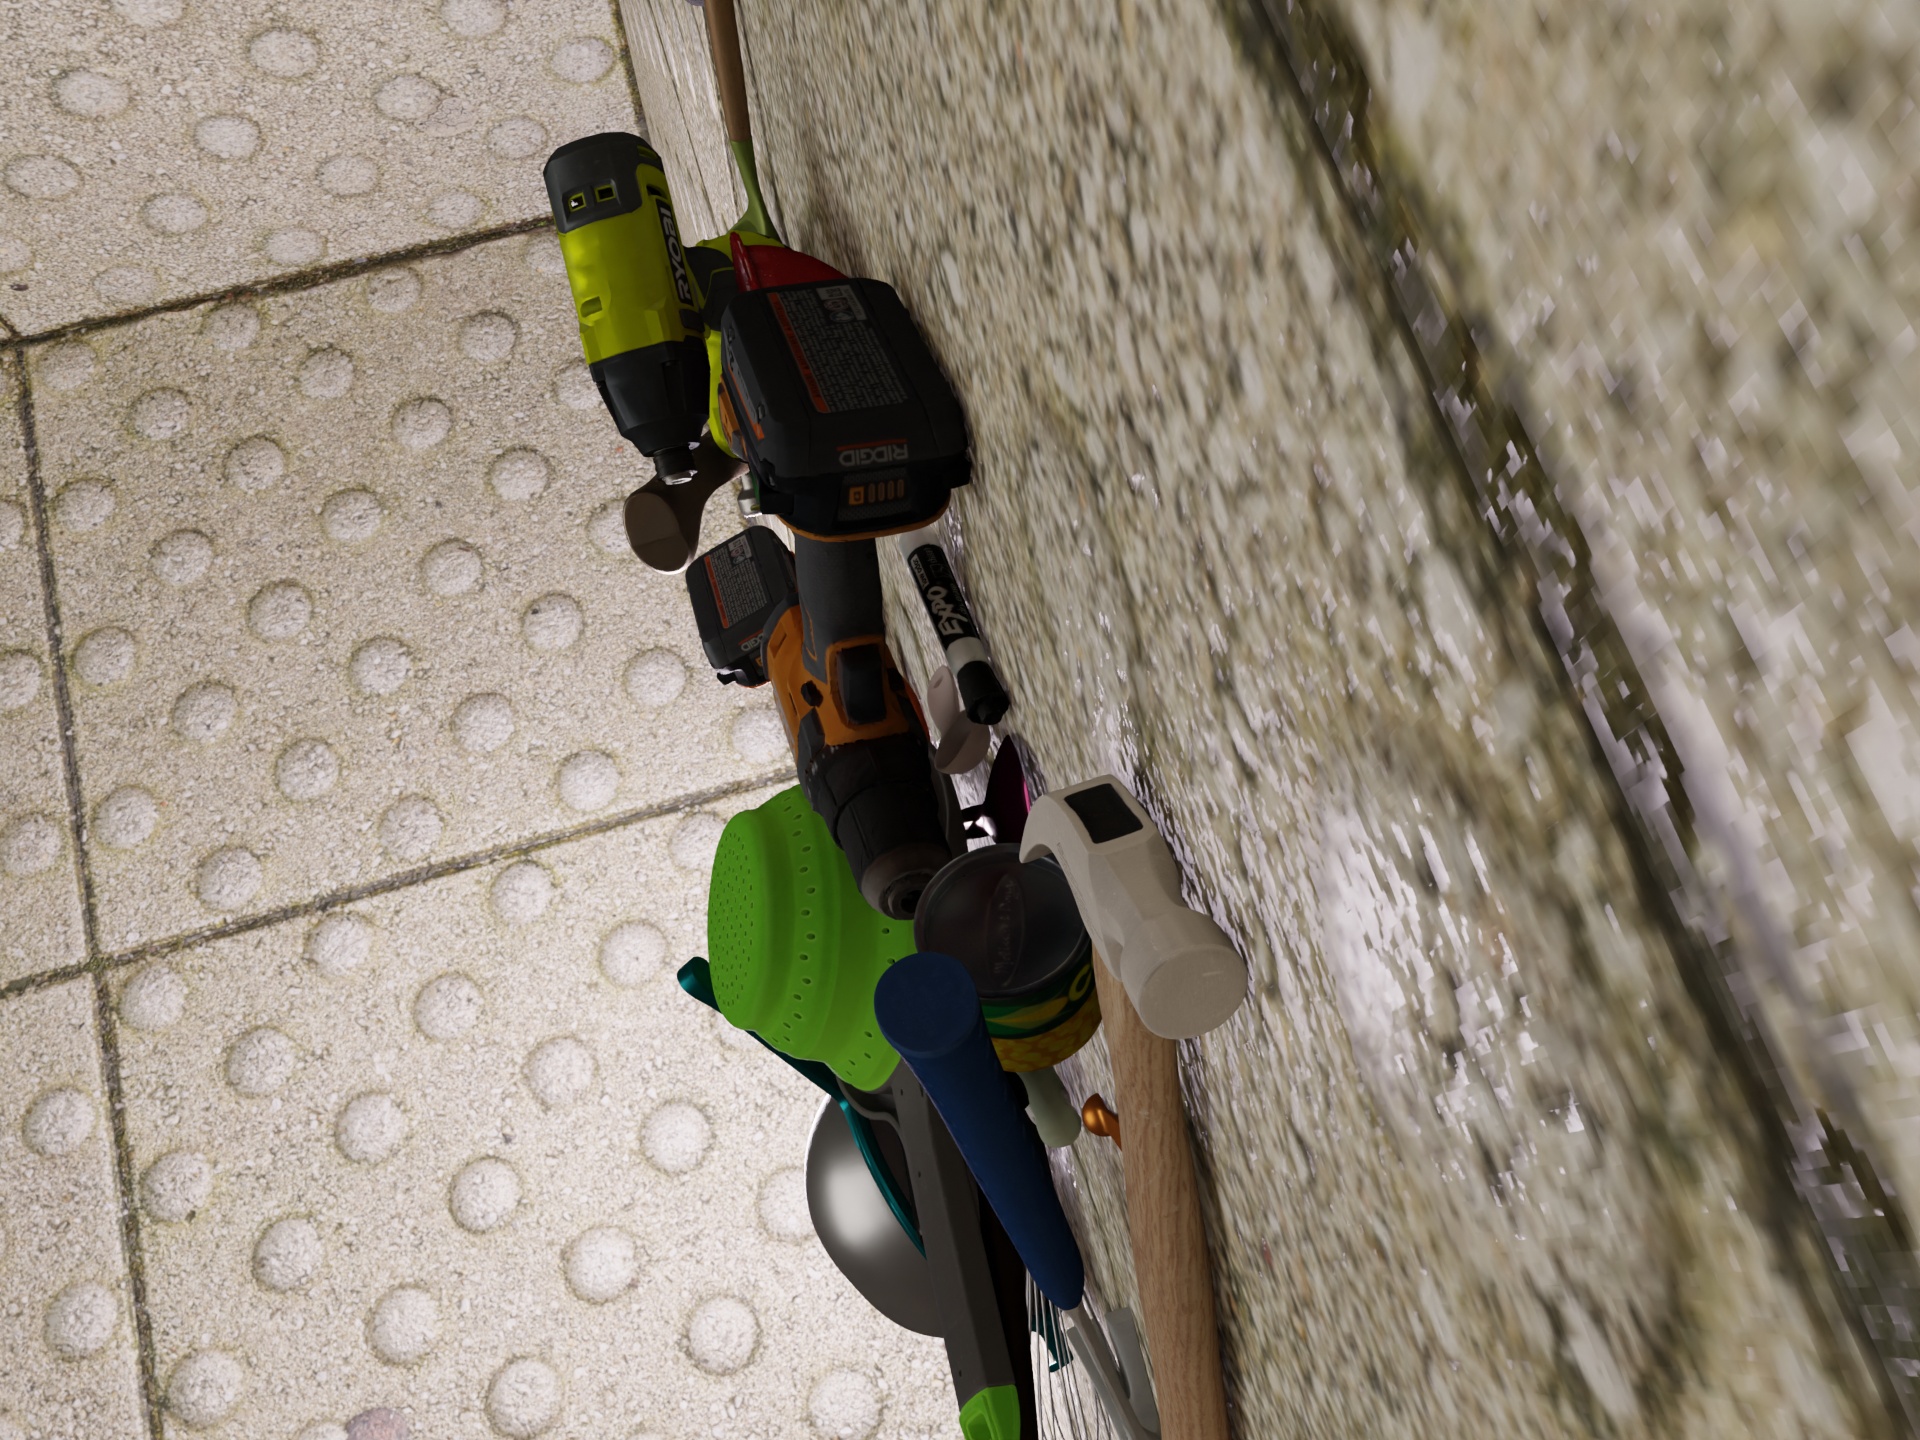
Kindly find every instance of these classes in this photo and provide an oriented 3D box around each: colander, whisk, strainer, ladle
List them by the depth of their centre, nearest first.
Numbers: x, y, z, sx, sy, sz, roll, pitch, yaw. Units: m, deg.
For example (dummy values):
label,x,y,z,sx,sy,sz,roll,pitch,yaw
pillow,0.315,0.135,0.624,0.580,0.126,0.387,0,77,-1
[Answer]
label,x,y,z,sx,sy,sz,roll,pitch,yaw
colander,-0.057,0.165,0.771,0.204,0.094,0.398,118,147,-44
whisk,0.013,0.154,0.891,0.057,0.059,0.247,59,177,-32
whisk,0.049,0.307,0.910,0.070,0.070,0.284,155,104,-83
strainer,-0.073,0.271,0.987,0.340,0.095,0.211,44,-166,-24
ladle,-0.153,-0.388,0.995,0.319,0.062,0.078,86,158,-46

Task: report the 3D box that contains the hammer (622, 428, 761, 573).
label,x,y,z,sx,sy,sz,roll,pitch,yaw
hammer,-0.169,-0.175,1.033,0.411,0.038,0.146,-92,-14,-73

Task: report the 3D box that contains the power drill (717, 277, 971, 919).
label,x,y,z,sx,sy,sz,roll,pitch,yaw
power drill,-0.044,-0.044,0.665,0.186,0.084,0.226,-114,19,-45

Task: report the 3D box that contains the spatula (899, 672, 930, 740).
label,x,y,z,sx,sy,sz,roll,pitch,yaw
spatula,-0.033,0.055,0.946,0.323,0.041,0.081,-100,10,-60

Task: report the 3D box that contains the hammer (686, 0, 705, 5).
label,x,y,z,sx,sy,sz,roll,pitch,yaw
hammer,-0.203,-0.575,1.059,0.146,0.035,0.335,82,169,-51

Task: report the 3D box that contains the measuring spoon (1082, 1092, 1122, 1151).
label,x,y,z,sx,sy,sz,roll,pitch,yaw
measuring spoon,0.067,0.179,0.662,0.117,0.011,0.021,-165,60,-82

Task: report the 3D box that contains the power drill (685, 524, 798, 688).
label,x,y,z,sx,sy,sz,roll,pitch,yaw
power drill,-0.104,-0.015,1.157,0.226,0.084,0.164,57,-175,-40

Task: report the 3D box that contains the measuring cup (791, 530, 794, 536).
label,x,y,z,sx,sy,sz,roll,pitch,yaw
measuring cup,-0.099,-0.123,1.129,0.156,0.029,0.062,64,180,7

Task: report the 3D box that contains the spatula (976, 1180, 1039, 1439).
label,x,y,z,sx,sy,sz,roll,pitch,yaw
spatula,0.014,0.200,0.748,0.059,0.018,0.316,107,158,-67

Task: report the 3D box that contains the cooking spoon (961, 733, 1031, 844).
label,x,y,z,sx,sy,sz,roll,pitch,yaw
cooking spoon,0.011,0.050,0.789,0.319,0.017,0.069,137,123,-83

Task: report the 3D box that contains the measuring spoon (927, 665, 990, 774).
label,x,y,z,sx,sy,sz,roll,pitch,yaw
measuring spoon,-0.001,-0.003,0.786,0.018,0.034,0.124,31,-167,-16

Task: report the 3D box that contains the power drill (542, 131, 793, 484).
label,x,y,z,sx,sy,sz,roll,pitch,yaw
power drill,-0.145,-0.213,0.888,0.223,0.080,0.171,-23,-80,-76

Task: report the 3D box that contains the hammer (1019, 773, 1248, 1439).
label,x,y,z,sx,sy,sz,roll,pitch,yaw
hammer,0.068,0.160,0.538,0.130,0.031,0.331,-117,13,-56

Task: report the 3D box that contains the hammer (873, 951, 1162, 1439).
label,x,y,z,sx,sy,sz,roll,pitch,yaw
hammer,0.041,0.227,0.645,0.144,0.035,0.405,-112,1,-49
